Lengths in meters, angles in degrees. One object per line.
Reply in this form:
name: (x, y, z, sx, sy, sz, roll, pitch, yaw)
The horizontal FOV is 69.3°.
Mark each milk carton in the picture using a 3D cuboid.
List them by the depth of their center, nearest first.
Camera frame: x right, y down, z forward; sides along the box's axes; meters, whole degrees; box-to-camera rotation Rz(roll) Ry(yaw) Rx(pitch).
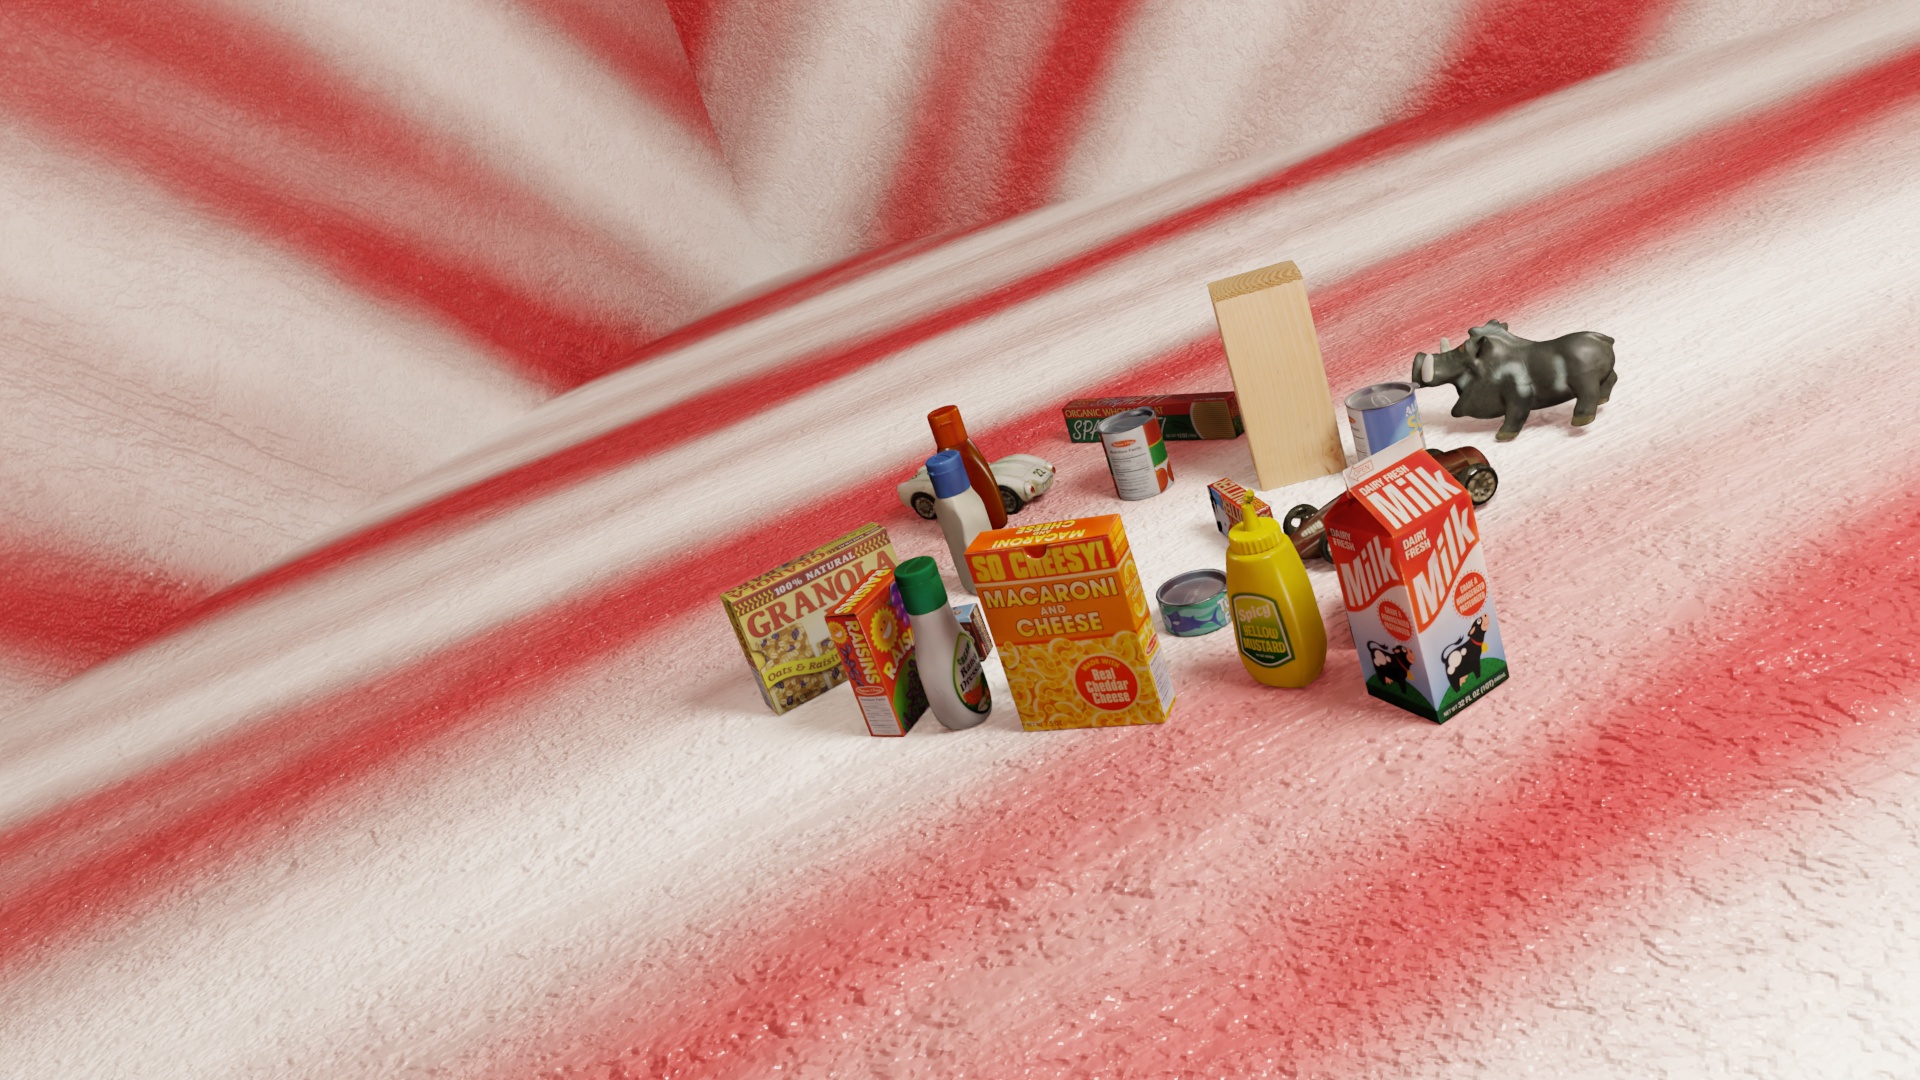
milk carton: (0.313, 0.023, 0.967, 0.072, 0.190, 0.073, -27, 22, -20)

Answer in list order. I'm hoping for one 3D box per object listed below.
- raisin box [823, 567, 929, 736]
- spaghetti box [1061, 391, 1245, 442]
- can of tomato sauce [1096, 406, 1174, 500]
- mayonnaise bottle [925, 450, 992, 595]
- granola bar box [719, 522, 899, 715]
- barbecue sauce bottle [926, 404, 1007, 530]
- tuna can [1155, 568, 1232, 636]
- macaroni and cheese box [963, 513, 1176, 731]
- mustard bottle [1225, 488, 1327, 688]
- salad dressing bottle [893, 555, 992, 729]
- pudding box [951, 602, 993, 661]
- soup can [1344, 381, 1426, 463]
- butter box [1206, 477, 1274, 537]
raisin box: (-0.063, 0.096, 1.206, 0.040, 0.123, 0.086, -6, 24, 33)
spaghetti box: (0.227, -0.147, 1.666, 0.250, 0.050, 0.029, 2, 29, 44)
can of tomato sauce: (0.193, -0.095, 1.520, 0.071, 0.082, 0.071, -17, 21, 7)
mayonnaise bottle: (0.005, -0.018, 1.398, 0.041, 0.147, 0.065, -29, 22, -25)
granola bar box: (-0.128, 0.073, 1.321, 0.166, 0.123, 0.039, -27, 21, -19)
barbecue sauce bottle: (0.003, -0.077, 1.548, 0.065, 0.148, 0.044, -18, 20, 4)
tuna can: (0.208, 0.054, 1.205, 0.071, 0.032, 0.071, -17, 21, 7)
macaroni and cheese box: (0.087, 0.068, 1.087, 0.123, 0.166, 0.040, -8, 23, 27)
mustard bottle: (0.232, 0.035, 1.052, 0.065, 0.159, 0.049, 1, 29, 44)
salad dressing bottle: (-0.016, 0.085, 1.159, 0.044, 0.147, 0.064, -8, 23, 29)
pudding box: (-0.018, 0.090, 1.287, 0.083, 0.049, 0.030, -11, 22, 21)
soup can: (0.417, -0.104, 1.346, 0.071, 0.083, 0.071, -17, 21, 7)
butter box: (0.267, -0.020, 1.309, 0.024, 0.053, 0.104, -21, 21, -5)
